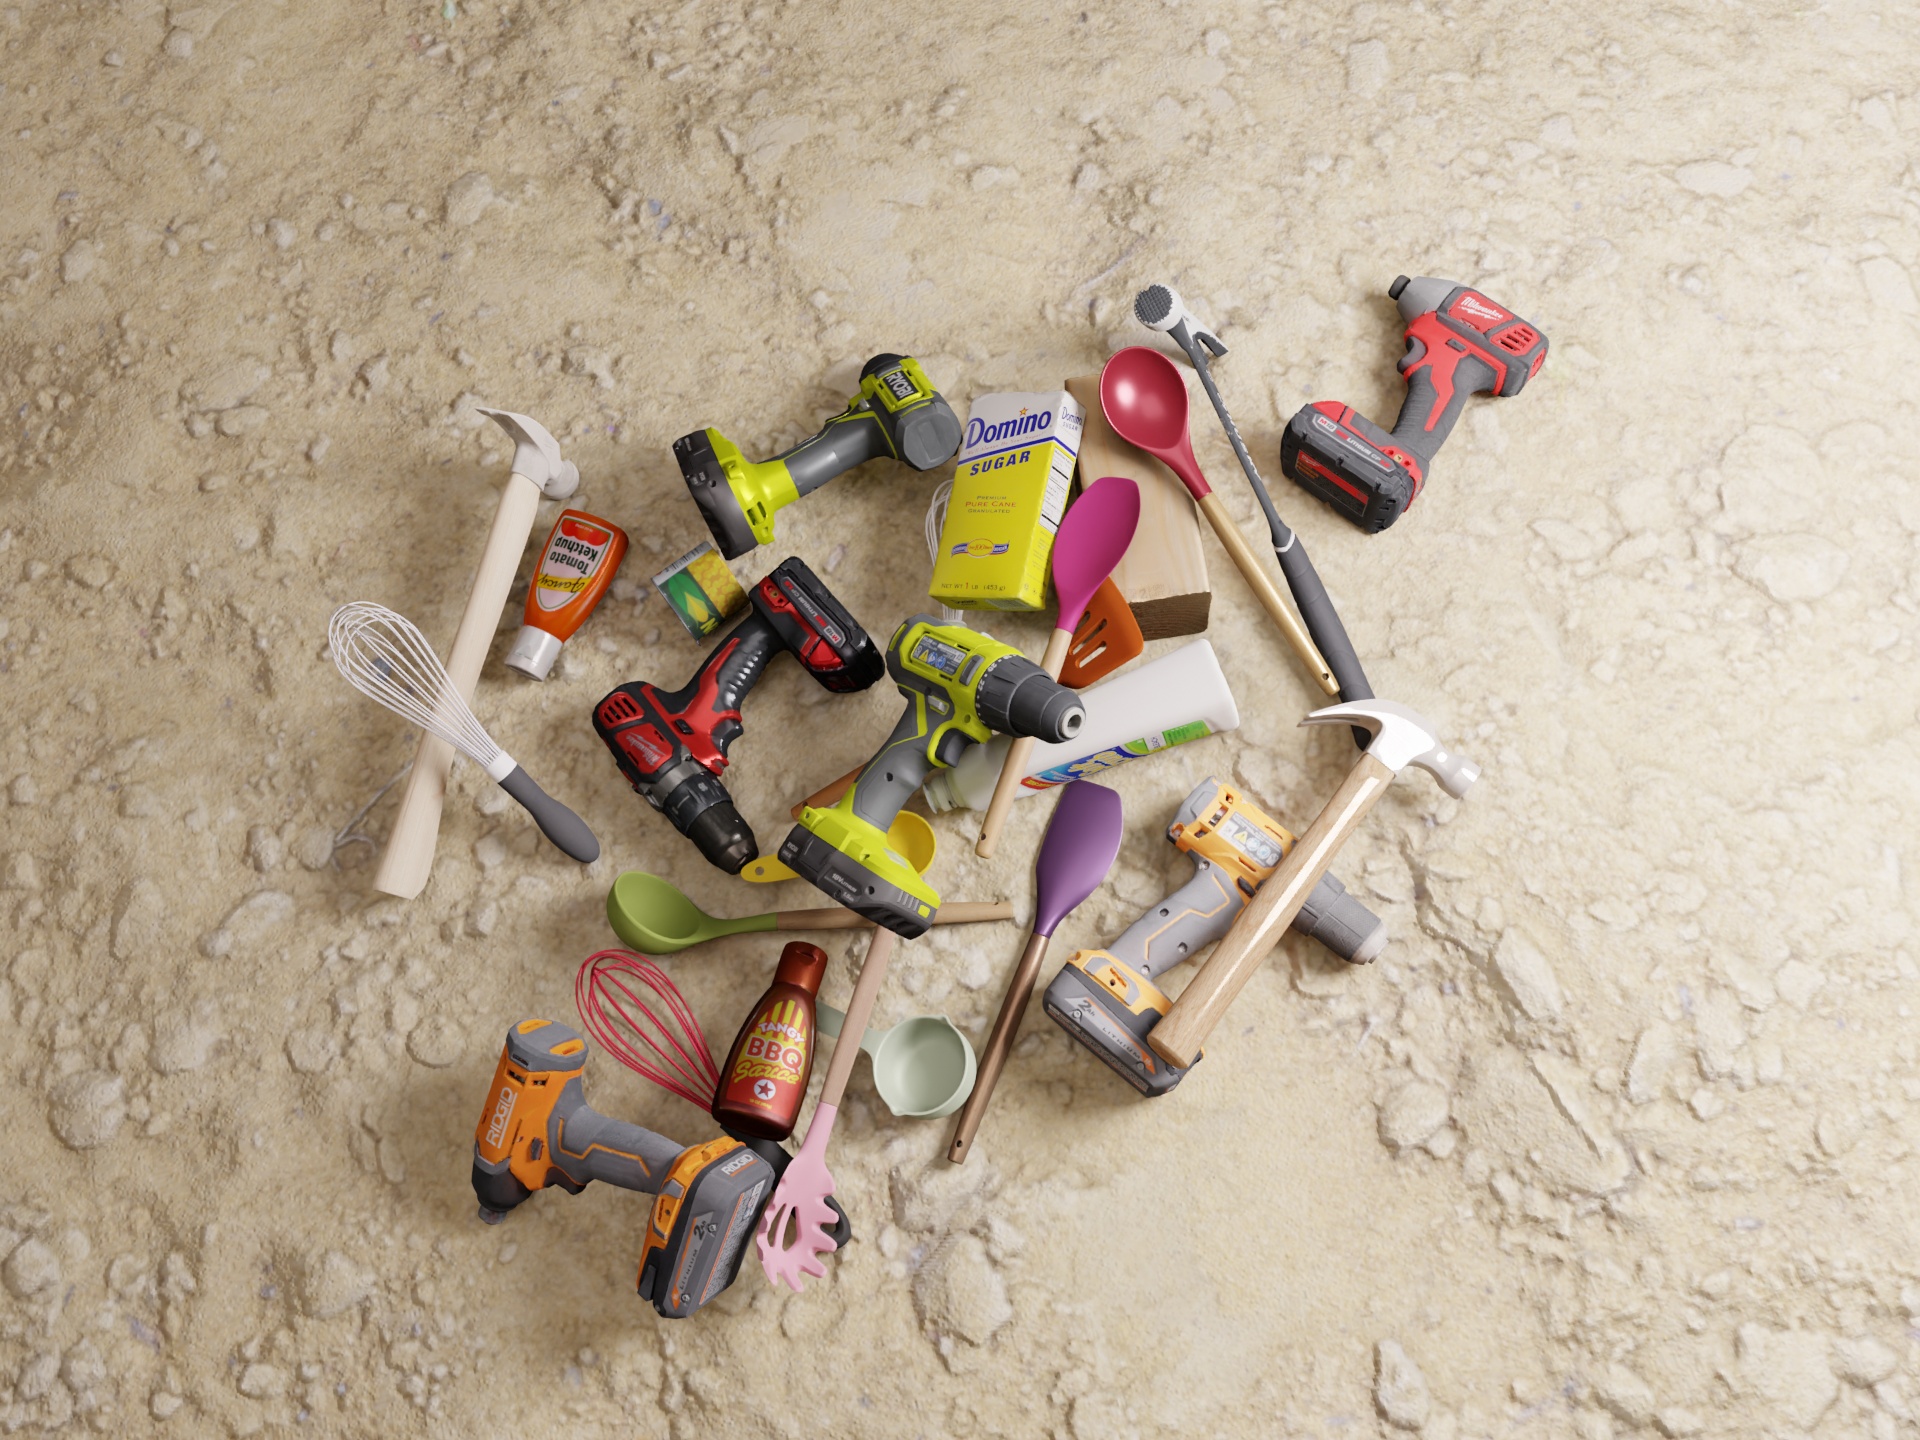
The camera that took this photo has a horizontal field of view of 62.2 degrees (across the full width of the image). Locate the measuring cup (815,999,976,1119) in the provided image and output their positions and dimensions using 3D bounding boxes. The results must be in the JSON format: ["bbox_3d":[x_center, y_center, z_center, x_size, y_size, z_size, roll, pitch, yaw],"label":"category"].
[{"bbox_3d":[-0.062,0.252,1.229,0.168,0.038,0.083,19,73,30],"label":"measuring cup"}]

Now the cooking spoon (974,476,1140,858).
[{"bbox_3d":[0.070,-0.044,1.221,0.069,0.017,0.319,12,76,36],"label":"cooking spoon"}]

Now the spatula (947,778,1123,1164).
[{"bbox_3d":[0.056,0.193,1.238,0.060,0.018,0.316,18,74,18],"label":"spatula"}]

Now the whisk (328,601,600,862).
[{"bbox_3d":[-0.390,0.014,1.267,0.070,0.070,0.284,-45,108,-9],"label":"whisk"}]

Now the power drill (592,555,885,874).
[{"bbox_3d":[-0.169,-0.002,1.302,0.226,0.080,0.188,-40,71,-4],"label":"power drill"}]

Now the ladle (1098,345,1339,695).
[{"bbox_3d":[0.207,-0.154,1.245,0.069,0.031,0.315,-32,85,2],"label":"ladle"}]

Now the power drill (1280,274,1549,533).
[{"bbox_3d":[0.373,-0.276,1.331,0.143,0.078,0.220,39,77,17],"label":"power drill"}]

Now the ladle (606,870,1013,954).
[{"bbox_3d":[-0.119,0.147,1.257,0.320,0.078,0.062,-3,114,2],"label":"ladle"}]

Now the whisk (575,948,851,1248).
[{"bbox_3d":[-0.189,0.289,1.217,0.073,0.073,0.296,-44,79,-8],"label":"whisk"}]

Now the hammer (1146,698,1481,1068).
[{"bbox_3d":[0.244,0.115,1.168,0.130,0.031,0.331,39,71,7],"label":"hammer"}]

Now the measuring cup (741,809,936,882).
[{"bbox_3d":[-0.096,0.111,1.271,0.156,0.029,0.062,-10,73,-2],"label":"measuring cup"}]

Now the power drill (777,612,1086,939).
[{"bbox_3d":[-0.020,0.041,1.187,0.191,0.080,0.228,27,84,46],"label":"power drill"}]

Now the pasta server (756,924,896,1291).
[{"bbox_3d":[-0.086,0.262,1.190,0.060,0.040,0.316,28,71,-28],"label":"pasta server"}]

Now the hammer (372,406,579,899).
[{"bbox_3d":[-0.416,-0.056,1.325,0.038,0.146,0.411,12,78,12],"label":"hammer"}]

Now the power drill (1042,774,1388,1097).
[{"bbox_3d":[0.194,0.177,1.198,0.185,0.084,0.226,38,75,15],"label":"power drill"}]

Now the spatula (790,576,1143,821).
[{"bbox_3d":[-0.002,-0.004,1.267,0.322,0.041,0.081,-30,62,10],"label":"spatula"}]

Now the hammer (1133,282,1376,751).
[{"bbox_3d":[0.255,-0.162,1.294,0.036,0.149,0.409,-27,79,23],"label":"hammer"}]

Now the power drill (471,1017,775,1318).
[{"bbox_3d":[-0.265,0.343,1.180,0.226,0.084,0.164,26,103,20],"label":"power drill"}]

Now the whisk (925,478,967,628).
[{"bbox_3d":[-0.006,-0.087,1.327,0.059,0.057,0.246,-10,71,40],"label":"whisk"}]

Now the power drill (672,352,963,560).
[{"bbox_3d":[-0.124,-0.236,1.356,0.223,0.080,0.171,-26,37,-3],"label":"power drill"}]
